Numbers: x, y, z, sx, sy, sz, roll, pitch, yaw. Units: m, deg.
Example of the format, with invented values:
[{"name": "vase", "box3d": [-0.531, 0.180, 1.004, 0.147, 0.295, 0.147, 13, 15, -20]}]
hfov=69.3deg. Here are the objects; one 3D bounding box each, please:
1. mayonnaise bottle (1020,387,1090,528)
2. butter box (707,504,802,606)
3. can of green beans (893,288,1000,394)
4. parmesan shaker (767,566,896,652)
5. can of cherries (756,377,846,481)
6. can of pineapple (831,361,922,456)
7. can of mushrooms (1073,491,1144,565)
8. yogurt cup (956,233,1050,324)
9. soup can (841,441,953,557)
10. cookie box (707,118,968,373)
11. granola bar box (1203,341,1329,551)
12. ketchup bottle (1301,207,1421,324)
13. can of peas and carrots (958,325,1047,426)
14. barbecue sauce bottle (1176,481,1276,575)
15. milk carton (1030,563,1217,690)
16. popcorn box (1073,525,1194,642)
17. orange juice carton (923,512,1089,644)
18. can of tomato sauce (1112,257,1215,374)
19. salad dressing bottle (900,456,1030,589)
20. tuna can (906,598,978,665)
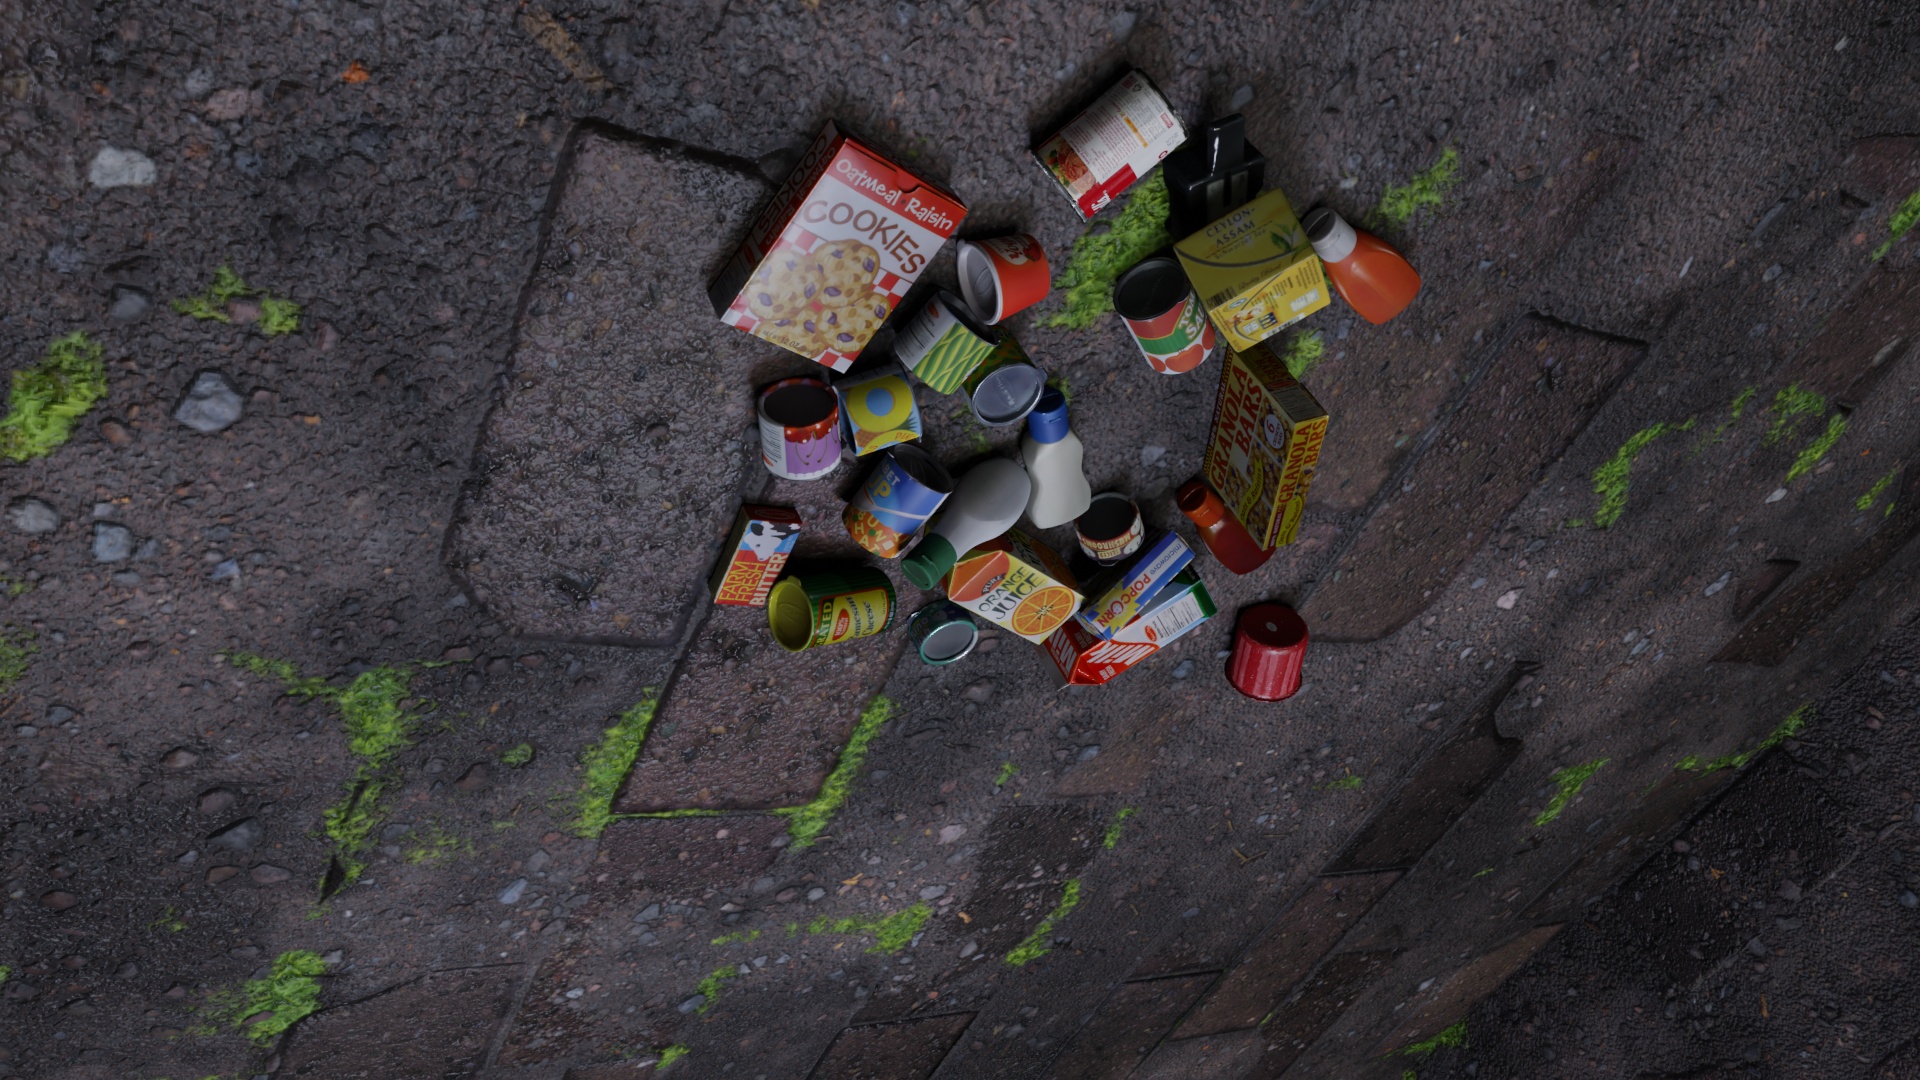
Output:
[{"name": "mayonnaise bottle", "box3d": [0.086, -0.077, 1.294, 0.065, 0.041, 0.147, -22, 138, -10]}, {"name": "butter box", "box3d": [-0.185, 0.014, 1.244, 0.053, 0.024, 0.103, 5, 129, -33]}, {"name": "can of green beans", "box3d": [-0.012, -0.161, 1.130, 0.071, 0.071, 0.057, 24, 118, -44]}, {"name": "parmesan shaker", "box3d": [-0.117, 0.059, 1.281, 0.103, 0.071, 0.071, -9, 138, -44]}, {"name": "can of cherries", "box3d": [-0.129, -0.092, 1.135, 0.071, 0.072, 0.058, -15, 137, -16]}, {"name": "can of pineapple", "box3d": [-0.069, -0.107, 1.151, 0.058, 0.071, 0.070, -19, 139, -11]}, {"name": "can of mushrooms", "box3d": [0.147, -0.012, 1.373, 0.071, 0.071, 0.033, -27, 138, -3]}, {"name": "yogurt cup", "box3d": [0.036, -0.212, 1.109, 0.054, 0.072, 0.072, -21, 140, -21]}, {"name": "soup can", "box3d": [-0.059, -0.037, 1.233, 0.071, 0.071, 0.083, 18, 122, -41]}, {"name": "cookie box", "box3d": [-0.092, -0.217, 1.046, 0.123, 0.040, 0.167, 20, 120, -42]}, {"name": "granola bar box", "box3d": [0.289, -0.092, 1.331, 0.039, 0.125, 0.164, -15, 138, -16]}, {"name": "ketchup bottle", "box3d": [0.362, -0.254, 1.268, 0.149, 0.044, 0.064, 25, 116, -44]}, {"name": "can of peas and carrots", "box3d": [0.031, -0.142, 1.181, 0.071, 0.059, 0.070, -17, 138, -15]}, {"name": "barbecue sauce bottle", "box3d": [0.278, -0.016, 1.466, 0.064, 0.044, 0.148, -41, 138, 14]}, {"name": "milk carton", "box3d": [0.170, 0.086, 1.487, 0.190, 0.072, 0.073, -33, 140, 3]}, {"name": "popcorn box", "box3d": [0.172, 0.042, 1.411, 0.127, 0.085, 0.038, -44, 99, -4]}, {"name": "orange juice carton", "box3d": [0.033, 0.027, 1.347, 0.073, 0.072, 0.192, -44, 138, 16]}, {"name": "can of tomato sauce", "box3d": [0.180, -0.194, 1.205, 0.071, 0.071, 0.083, -35, 140, 7]}, {"name": "salad dressing bottle", "box3d": [0.004, -0.016, 1.254, 0.148, 0.064, 0.043, -46, 172, -31]}, {"name": "tuna can", "box3d": [-0.019, 0.094, 1.415, 0.071, 0.033, 0.070, -17, 138, -15]}]
